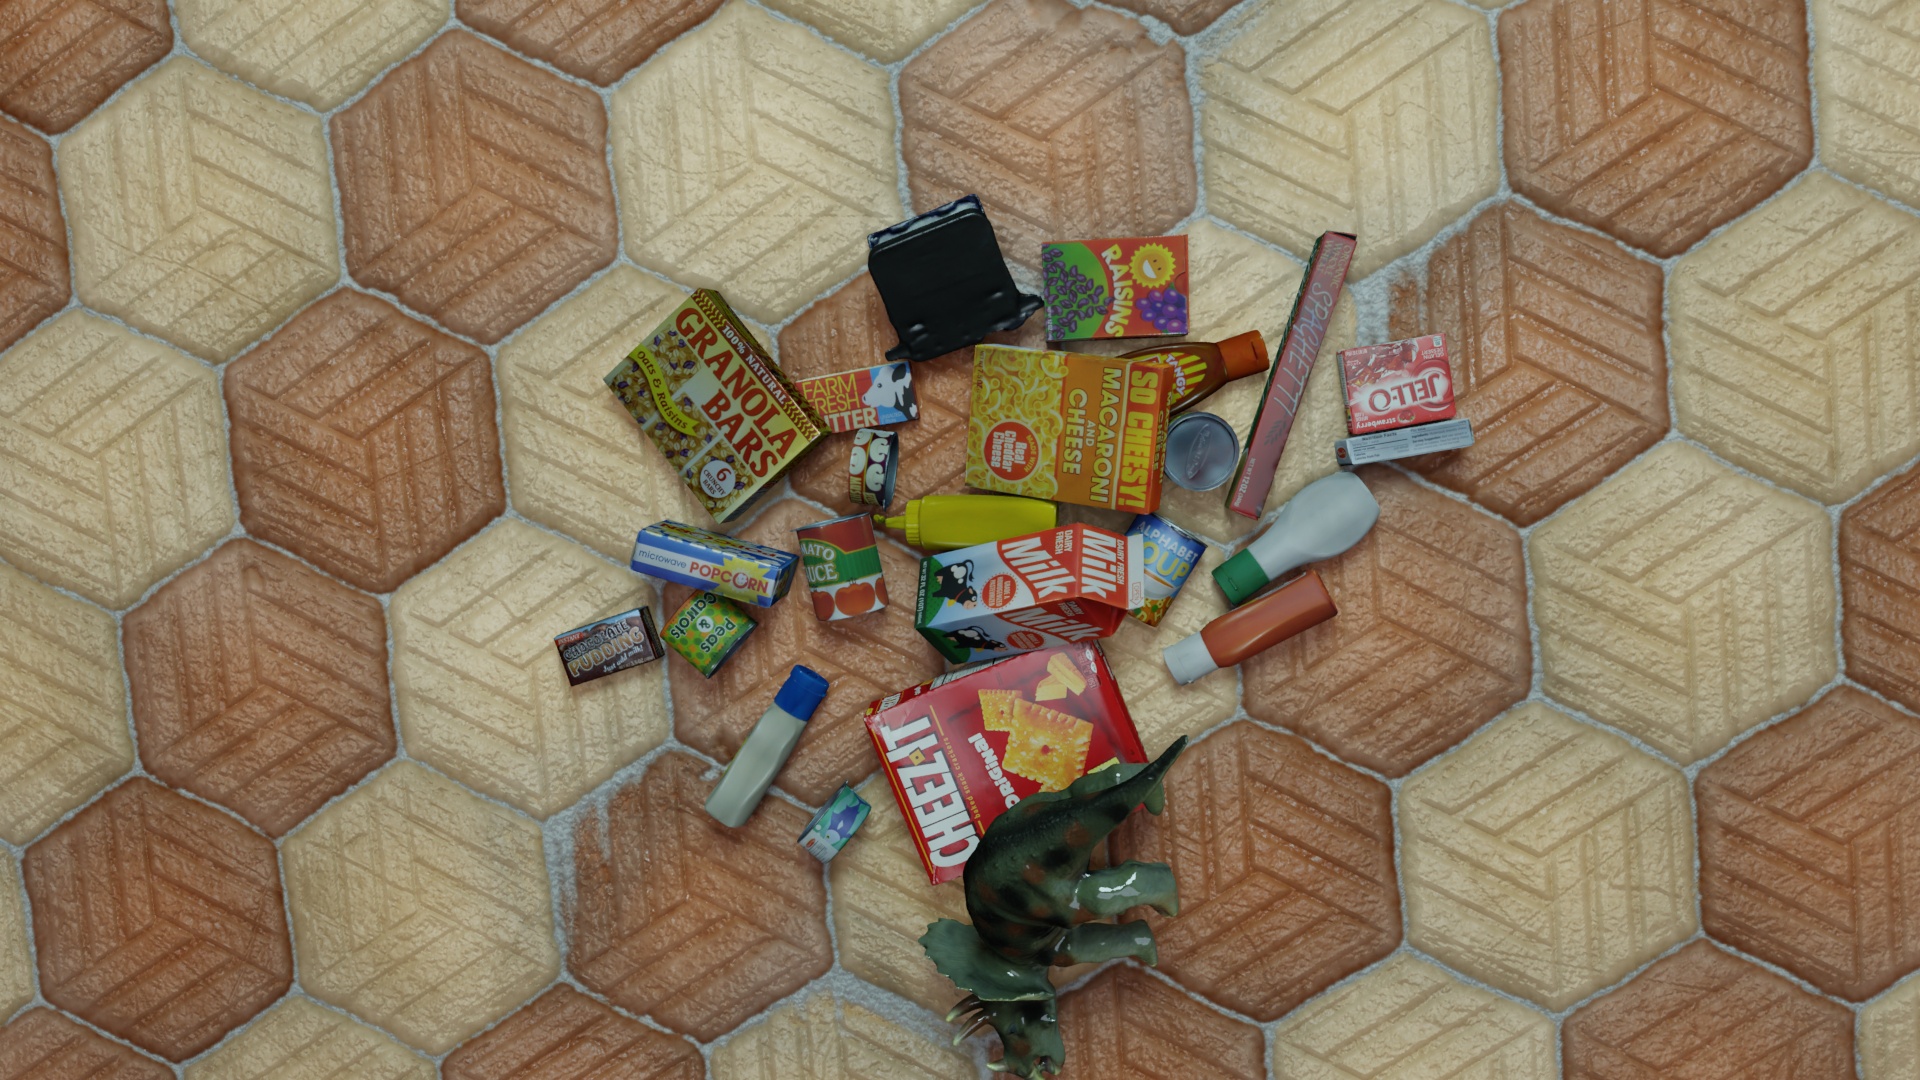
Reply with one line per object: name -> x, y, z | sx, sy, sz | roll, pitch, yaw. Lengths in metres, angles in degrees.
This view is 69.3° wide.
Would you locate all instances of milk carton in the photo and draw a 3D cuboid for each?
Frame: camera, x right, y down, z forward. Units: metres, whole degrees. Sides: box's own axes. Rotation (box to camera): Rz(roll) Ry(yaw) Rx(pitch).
milk carton -> 0.063, 0.043, 1.152 | 0.190, 0.073, 0.073 | -13, 53, 24

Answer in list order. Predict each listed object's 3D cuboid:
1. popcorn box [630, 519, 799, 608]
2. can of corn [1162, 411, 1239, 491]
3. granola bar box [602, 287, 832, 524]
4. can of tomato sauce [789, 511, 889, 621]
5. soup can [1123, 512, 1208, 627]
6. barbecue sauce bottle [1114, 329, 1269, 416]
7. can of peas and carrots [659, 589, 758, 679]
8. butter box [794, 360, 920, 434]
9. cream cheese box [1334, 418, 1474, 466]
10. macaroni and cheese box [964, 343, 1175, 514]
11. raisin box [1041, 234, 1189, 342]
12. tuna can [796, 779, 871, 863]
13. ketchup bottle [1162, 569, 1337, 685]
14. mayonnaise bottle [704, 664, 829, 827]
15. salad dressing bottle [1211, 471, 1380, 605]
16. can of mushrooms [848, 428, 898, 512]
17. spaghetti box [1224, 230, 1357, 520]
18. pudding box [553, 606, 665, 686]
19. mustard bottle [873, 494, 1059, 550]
popcorn box -> -0.212, 0.019, 1.204 | 0.127, 0.085, 0.038 | 15, 97, 2
can of corn -> 0.198, -0.077, 1.183 | 0.071, 0.058, 0.071 | 0, 95, 4
granola bar box -> -0.210, -0.116, 1.204 | 0.124, 0.039, 0.165 | -40, 85, 13
can of tomato sauce -> -0.104, 0.023, 1.205 | 0.071, 0.071, 0.083 | -12, 94, 5
soup can -> 0.162, 0.023, 1.187 | 0.071, 0.071, 0.083 | 31, 96, 1
barbecue sauce bottle -> 0.187, -0.141, 1.187 | 0.148, 0.043, 0.065 | -17, 88, 4
can of peas and carrots -> -0.221, 0.078, 1.216 | 0.059, 0.071, 0.071 | 41, 96, 1
butter box -> -0.090, -0.123, 1.216 | 0.103, 0.024, 0.053 | -10, 93, 4
cream cheese box -> 0.374, -0.082, 1.174 | 0.104, 0.053, 0.024 | -10, 92, 4
macaroni and cheese box -> 0.090, -0.096, 1.164 | 0.166, 0.040, 0.123 | 10, 104, 24
raisin box -> 0.132, -0.215, 1.187 | 0.123, 0.040, 0.086 | -2, 93, 3
tuna can -> -0.109, 0.248, 1.226 | 0.033, 0.071, 0.071 | 40, 96, -1
ketchup bottle -> 0.247, 0.077, 1.192 | 0.148, 0.064, 0.043 | -29, 71, 13
mayonnaise bottle -> -0.169, 0.180, 1.227 | 0.041, 0.065, 0.148 | 32, 92, 5
salad dressing bottle -> 0.286, 0.000, 1.192 | 0.147, 0.044, 0.064 | -35, 88, 7
can of mushrooms -> -0.075, -0.061, 1.197 | 0.033, 0.071, 0.071 | 7, 95, 4
spaghetti box -> 0.279, -0.140, 1.178 | 0.029, 0.050, 0.249 | 19, 95, 4
pudding box -> -0.314, 0.094, 1.244 | 0.084, 0.030, 0.049 | -18, 92, 5
mustard bottle -> 0.004, -0.015, 1.200 | 0.160, 0.065, 0.048 | 0, 95, 9
